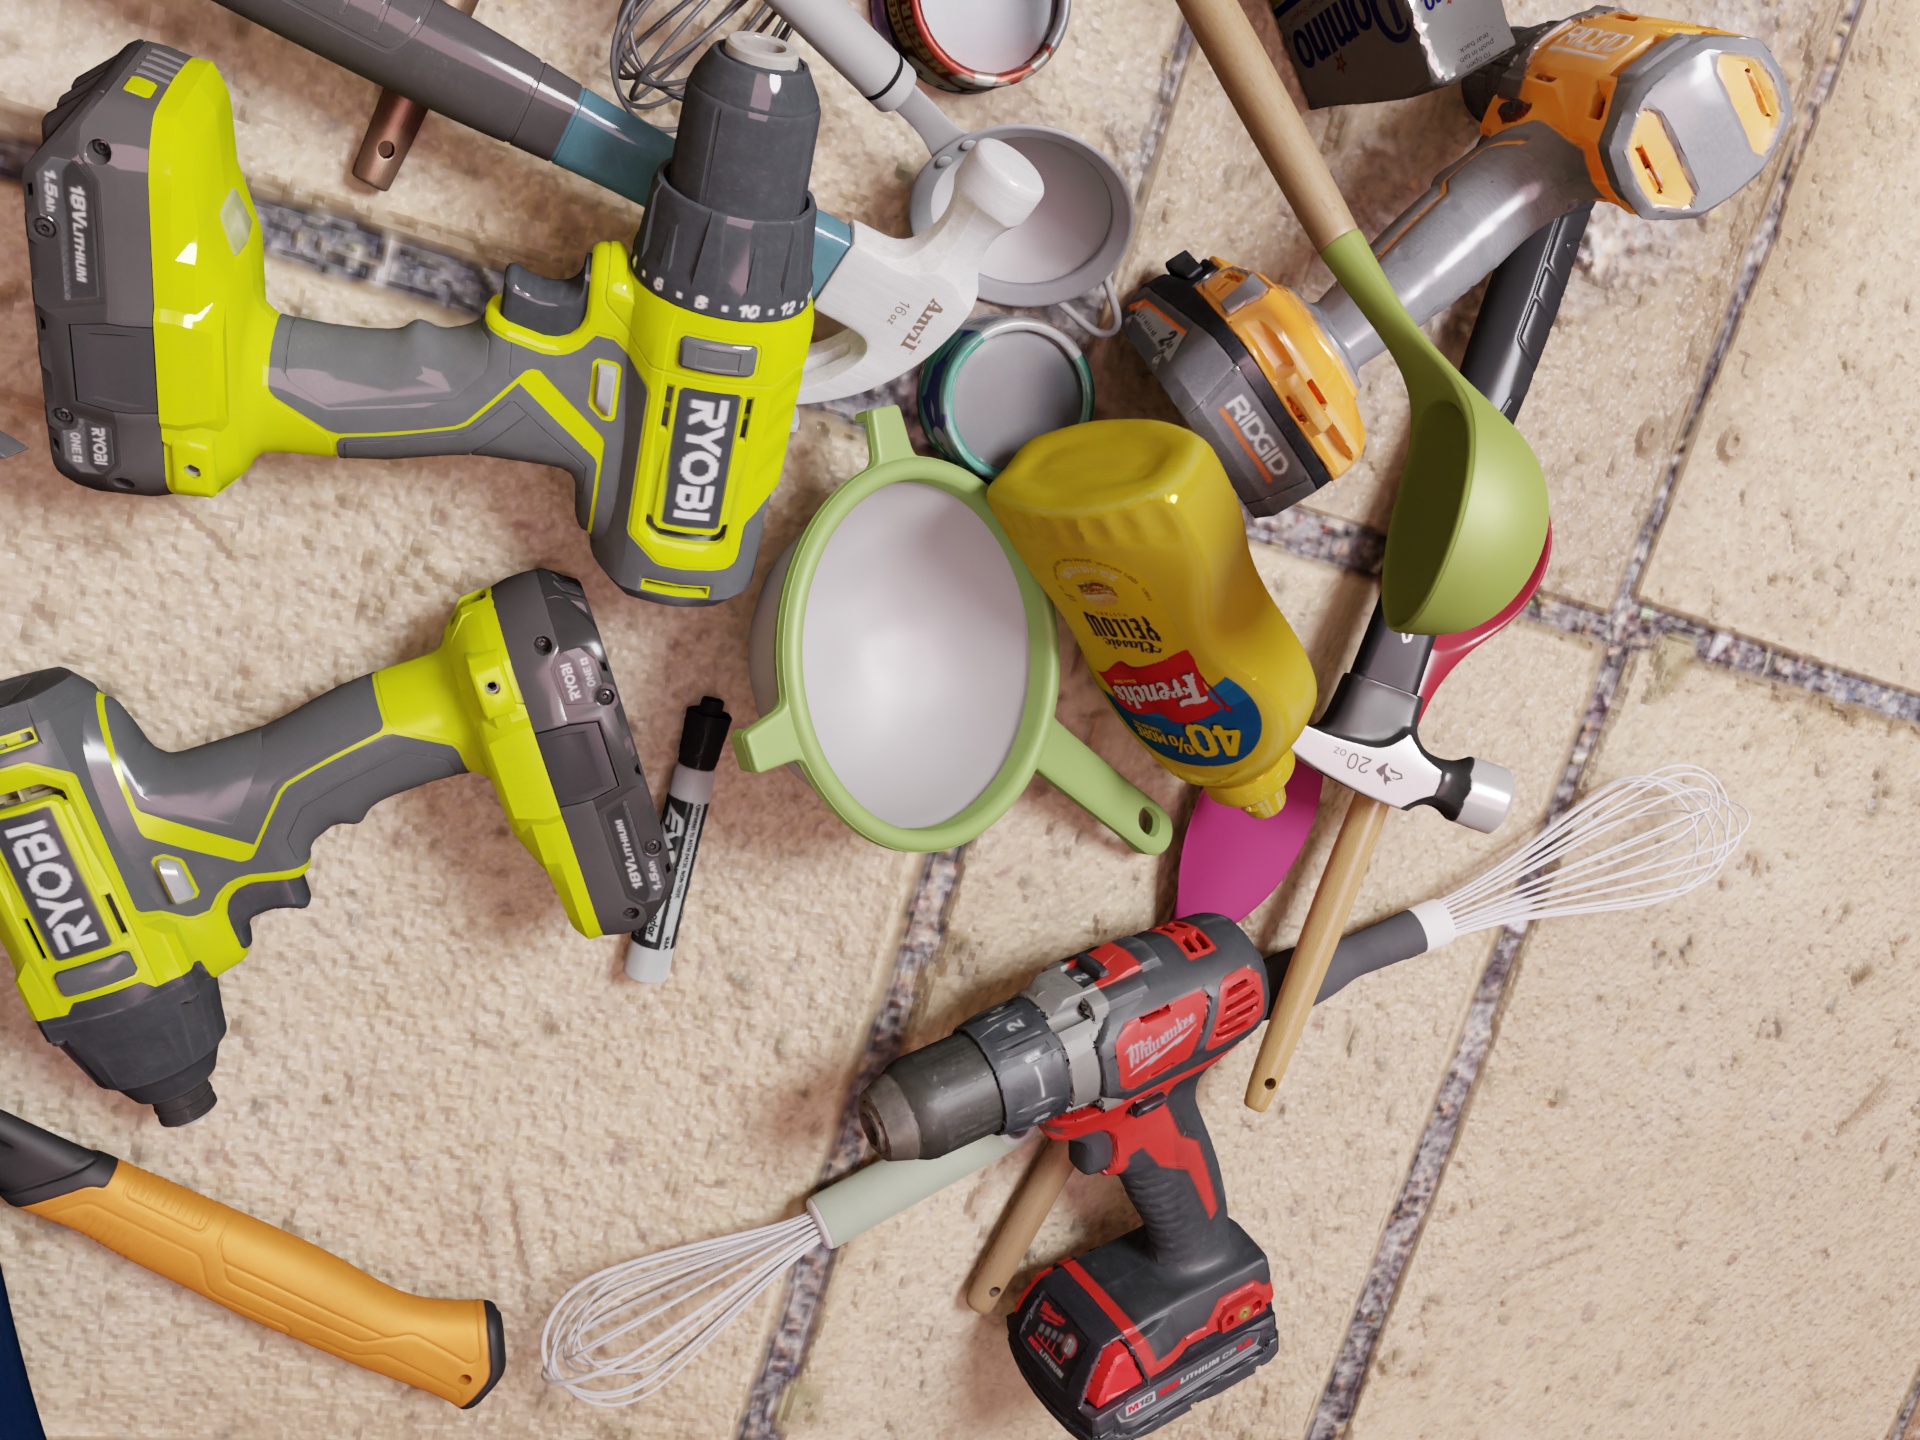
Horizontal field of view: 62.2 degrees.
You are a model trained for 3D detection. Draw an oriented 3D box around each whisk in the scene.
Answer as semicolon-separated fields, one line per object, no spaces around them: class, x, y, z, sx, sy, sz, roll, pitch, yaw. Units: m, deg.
whisk;-0.037;-0.298;0.566;0.239;0.055;0.055;-46;116;-8
whisk;-0.070;0.227;0.706;0.246;0.059;0.058;-24;96;-18
whisk;0.260;0.090;0.784;0.284;0.070;0.070;-20;112;-9

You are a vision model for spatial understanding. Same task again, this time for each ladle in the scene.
ladle;0.194;0.035;0.741;0.069;0.031;0.315;21;91;-9
ladle;0.103;-0.177;0.528;0.062;0.078;0.320;-26;85;-5

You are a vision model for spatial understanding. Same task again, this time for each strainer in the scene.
strainer;-0.001;-0.002;0.661;0.256;0.069;0.151;37;64;-43
strainer;-0.019;-0.223;0.565;0.258;0.087;0.050;30;50;-44

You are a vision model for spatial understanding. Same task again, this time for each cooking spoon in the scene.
cooking spoon;0.082;0.142;0.752;0.068;0.017;0.319;26;94;-29

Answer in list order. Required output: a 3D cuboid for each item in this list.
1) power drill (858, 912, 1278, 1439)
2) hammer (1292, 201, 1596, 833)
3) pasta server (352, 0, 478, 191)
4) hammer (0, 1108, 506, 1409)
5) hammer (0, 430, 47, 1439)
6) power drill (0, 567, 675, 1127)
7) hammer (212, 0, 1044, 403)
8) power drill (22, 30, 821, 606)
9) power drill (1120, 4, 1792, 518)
power drill;0.055;0.209;0.706;0.188;0.080;0.226;-19;115;-24
hammer;0.221;-0.128;0.702;0.146;0.035;0.335;19;93;-2
pasta server;-0.133;-0.325;0.532;0.060;0.040;0.316;24;100;-25
hammer;-0.324;0.191;0.604;0.336;0.034;0.127;38;89;-26
hammer;-0.345;0.088;0.512;0.144;0.035;0.405;0;108;2
power drill;-0.226;0.045;0.578;0.223;0.080;0.171;-18;111;-11
hammer;-0.142;-0.204;0.521;0.330;0.033;0.128;22;129;-25
power drill;-0.159;-0.137;0.509;0.228;0.080;0.190;6;128;-16
power drill;0.177;-0.194;0.627;0.226;0.185;0.084;-35;116;13
